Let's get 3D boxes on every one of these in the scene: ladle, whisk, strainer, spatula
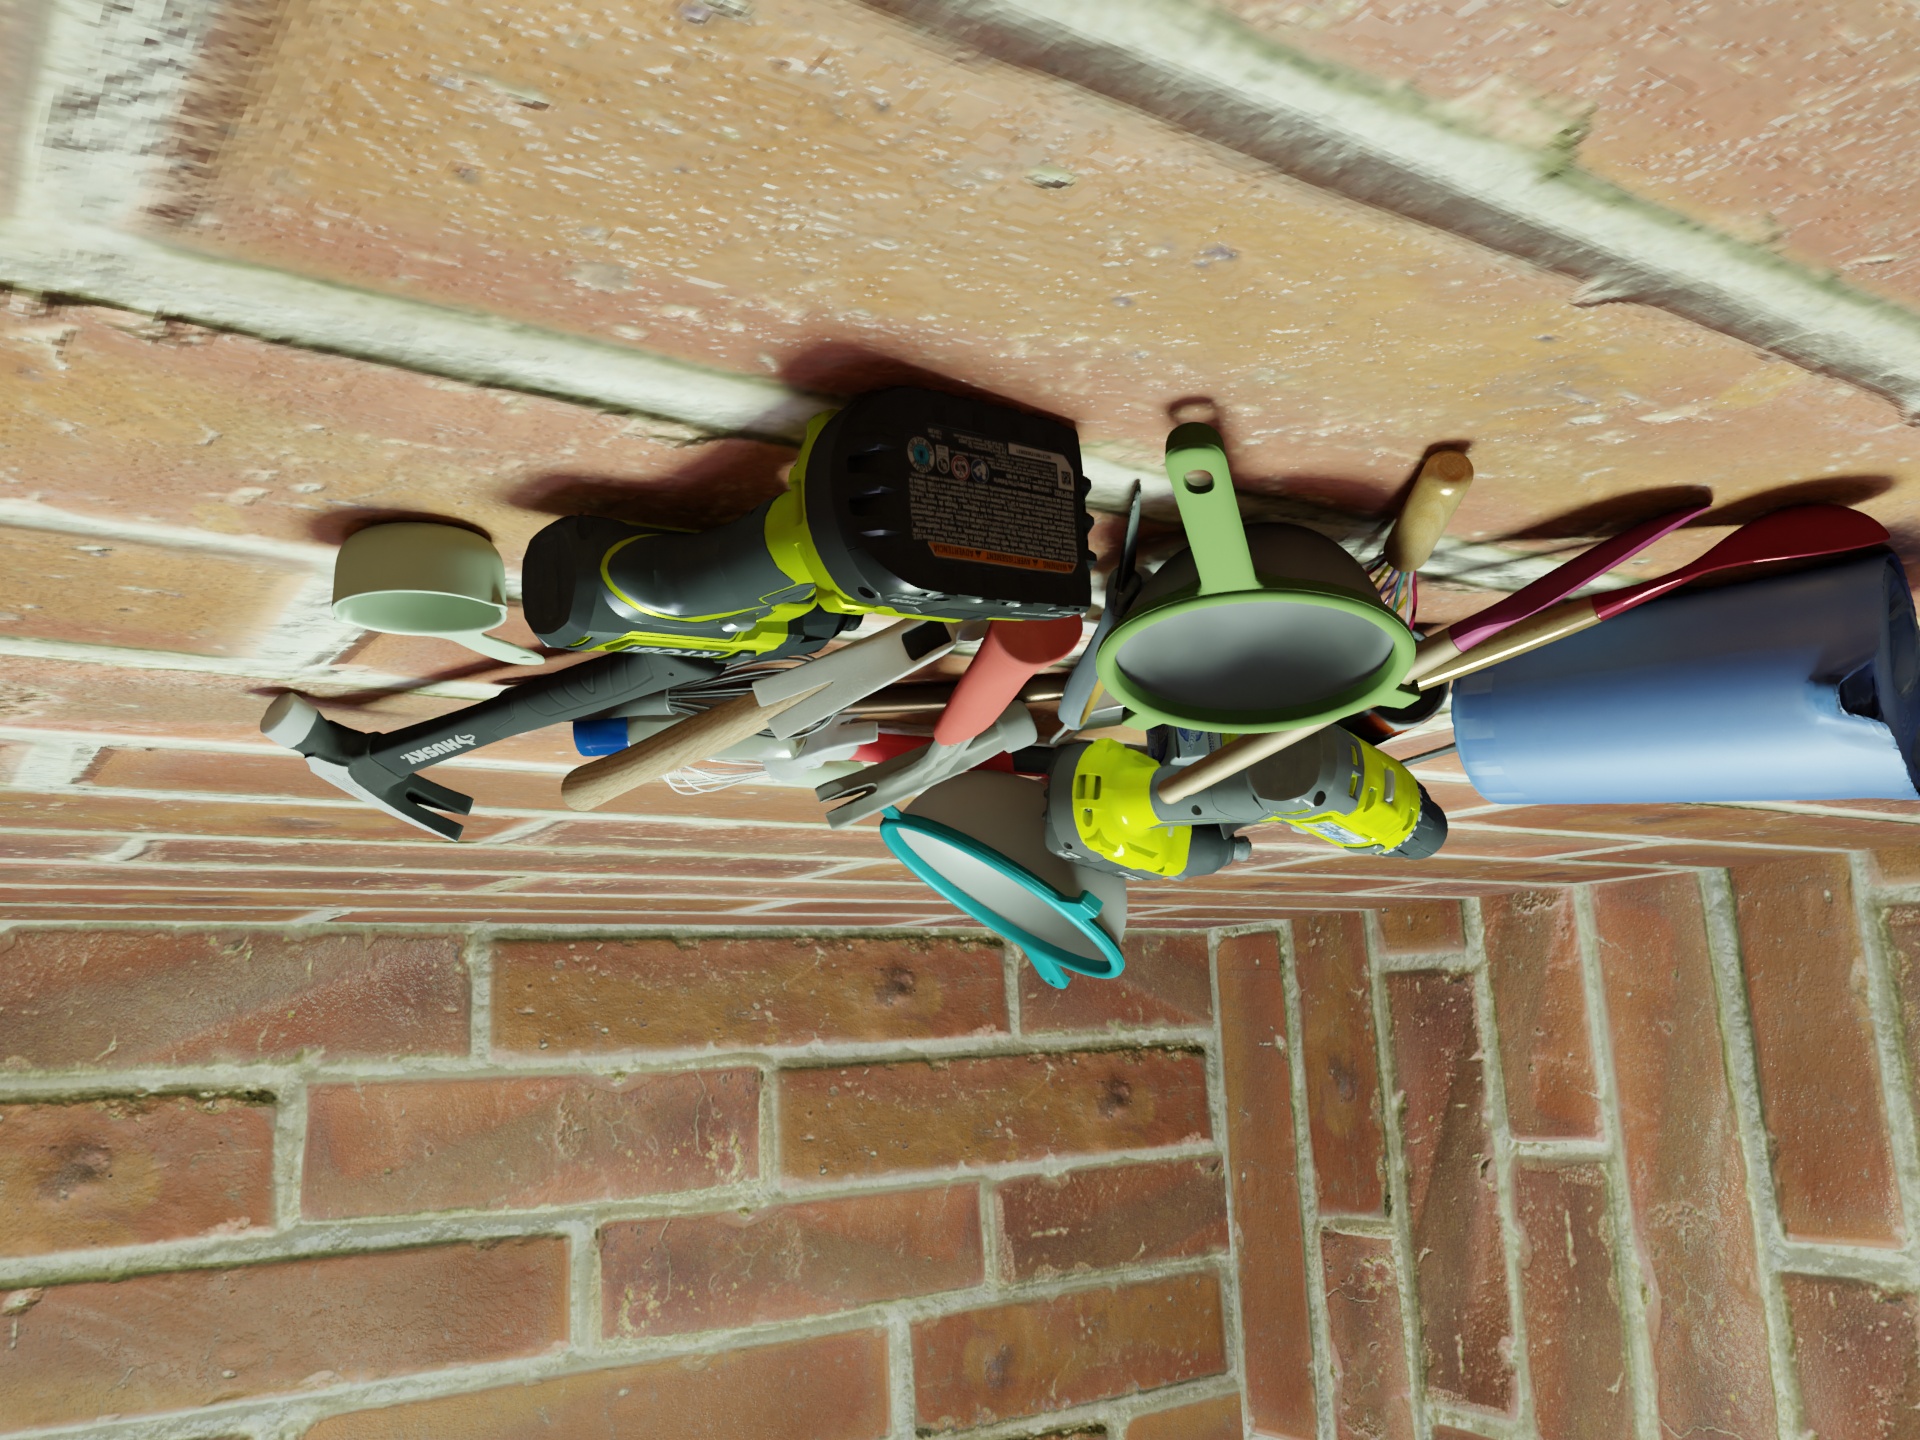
[{"bbox_3d":[0.307,-0.048,0.829,0.315,0.031,0.069,-23,178,34],"label":"ladle"},{"bbox_3d":[-0.181,-0.013,0.988,0.239,0.055,0.055,-1,169,15],"label":"whisk"},{"bbox_3d":[0.161,-0.020,0.982,0.258,0.050,0.086,-7,175,38],"label":"strainer"},{"bbox_3d":[0.212,-0.073,0.784,0.047,0.051,0.244,2,166,5],"label":"whisk"},{"bbox_3d":[0.065,0.127,1.255,0.211,0.095,0.340,26,164,24],"label":"strainer"},{"bbox_3d":[-0.149,0.035,1.248,0.059,0.058,0.246,31,-170,30],"label":"whisk"},{"bbox_3d":[0.126,-0.076,0.731,0.151,0.069,0.256,-5,153,16],"label":"strainer"},{"bbox_3d":[-0.060,-0.014,1.073,0.316,0.018,0.059,-3,155,6],"label":"spatula"}]

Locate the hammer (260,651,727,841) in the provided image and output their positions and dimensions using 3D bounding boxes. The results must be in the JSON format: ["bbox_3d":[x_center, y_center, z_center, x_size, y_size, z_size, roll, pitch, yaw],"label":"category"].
[{"bbox_3d":[-0.272,0.000,0.971,0.335,0.035,0.146,-15,138,33],"label":"hammer"}]

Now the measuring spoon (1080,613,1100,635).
[{"bbox_3d":[0.067,-0.061,0.892,0.034,0.018,0.124,-7,174,23],"label":"measuring spoon"}]

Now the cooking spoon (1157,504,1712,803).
[{"bbox_3d":[0.234,-0.030,0.826,0.319,0.017,0.068,-31,172,29],"label":"cooking spoon"}]

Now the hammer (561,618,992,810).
[{"bbox_3d":[-0.129,0.001,0.892,0.331,0.031,0.130,-21,-174,43],"label":"hammer"}]

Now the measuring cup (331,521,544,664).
[{"bbox_3d":[-0.240,-0.058,0.773,0.083,0.038,0.167,-4,170,8],"label":"measuring cup"}]

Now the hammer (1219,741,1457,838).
[{"bbox_3d":[0.360,0.018,1.136,0.405,0.035,0.144,-23,168,42],"label":"hammer"}]

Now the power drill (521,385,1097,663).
[{"bbox_3d":[-0.057,-0.068,0.676,0.171,0.080,0.223,2,172,-44],"label":"power drill"}]

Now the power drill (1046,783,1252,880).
[{"bbox_3d":[0.152,0.100,1.395,0.164,0.084,0.226,5,180,-5],"label":"power drill"}]

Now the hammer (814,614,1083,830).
[{"bbox_3d":[-0.001,-0.003,0.879,0.149,0.037,0.359,-23,173,-11],"label":"hammer"}]

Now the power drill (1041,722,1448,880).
[{"bbox_3d":[0.188,0.057,1.039,0.228,0.080,0.190,-8,159,40],"label":"power drill"}]

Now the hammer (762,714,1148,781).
[{"bbox_3d":[0.048,0.027,1.249,0.386,0.038,0.143,6,164,-34],"label":"hammer"}]
